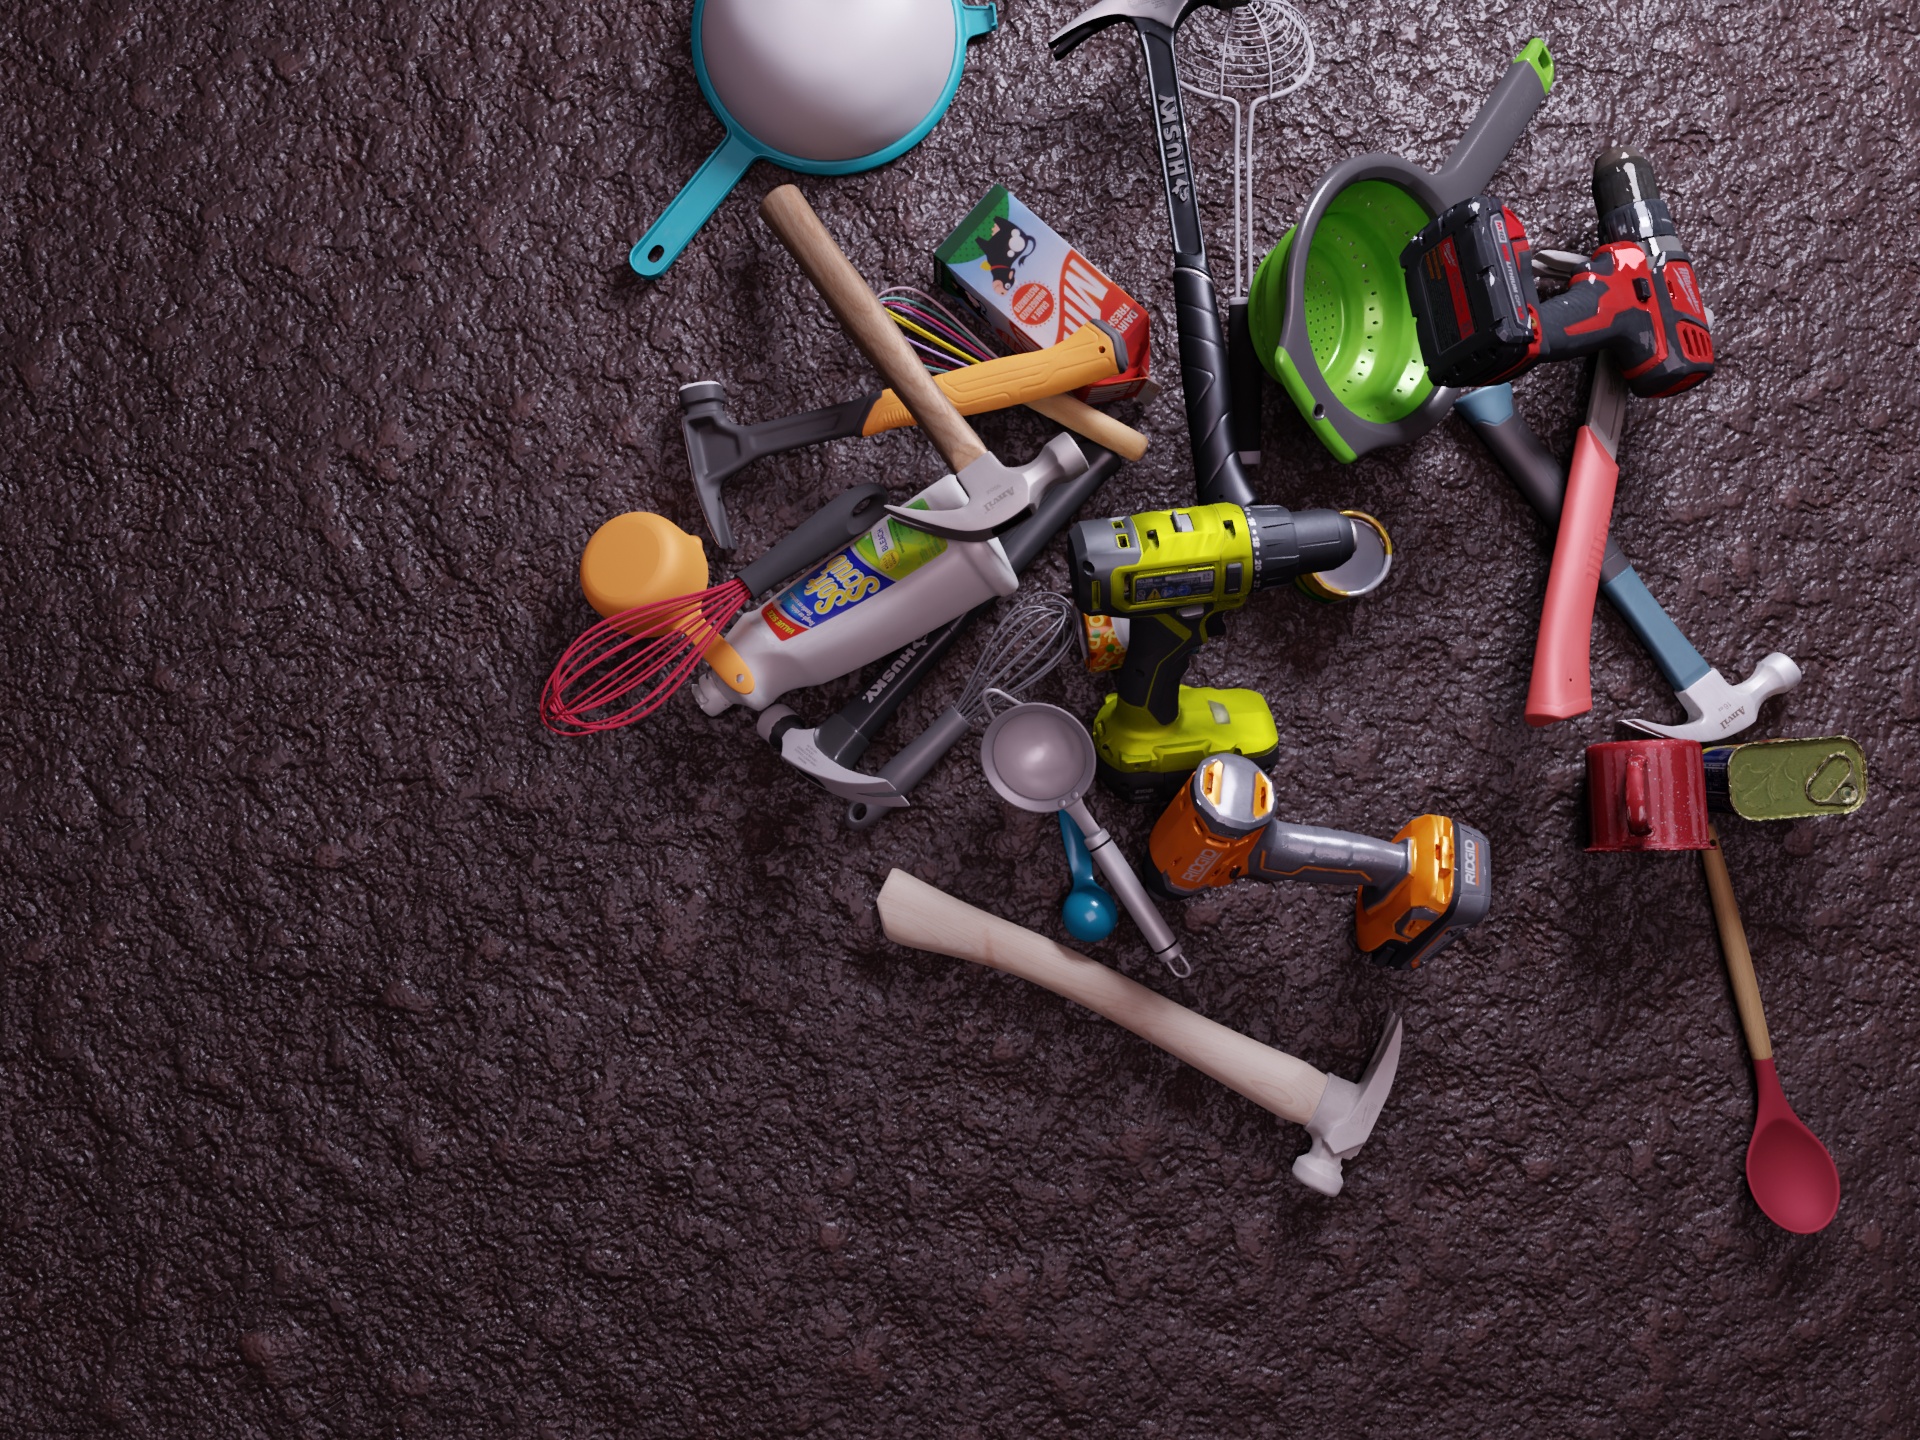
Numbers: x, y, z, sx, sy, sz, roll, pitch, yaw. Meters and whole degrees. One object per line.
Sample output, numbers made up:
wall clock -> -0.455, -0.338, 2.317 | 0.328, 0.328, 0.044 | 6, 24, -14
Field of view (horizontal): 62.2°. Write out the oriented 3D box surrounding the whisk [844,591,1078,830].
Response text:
whisk -> -0.003, -0.005, 1.199 | 0.055, 0.055, 0.239 | 45, 93, -1

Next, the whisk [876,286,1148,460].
whisk -> 0.028, -0.257, 1.185 | 0.245, 0.047, 0.051 | 29, 70, 7

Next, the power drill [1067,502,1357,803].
power drill -> 0.174, -0.053, 1.119 | 0.190, 0.080, 0.228 | -7, 133, -2

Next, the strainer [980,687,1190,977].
strainer -> 0.096, 0.081, 1.170 | 0.087, 0.050, 0.258 | -32, 91, 24

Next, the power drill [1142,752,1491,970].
power drill -> 0.248, 0.110, 1.161 | 0.226, 0.164, 0.084 | 16, 56, -7

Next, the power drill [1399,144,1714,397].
power drill -> 0.428, -0.322, 1.130 | 0.226, 0.080, 0.188 | -6, 80, -24

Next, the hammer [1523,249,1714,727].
hammer -> 0.457, -0.170, 1.177 | 0.149, 0.036, 0.359 | 17, 78, -6

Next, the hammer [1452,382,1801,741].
hammer -> 0.493, -0.123, 1.216 | 0.128, 0.033, 0.331 | -37, 90, -2

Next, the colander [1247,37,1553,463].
colander -> 0.323, -0.364, 1.189 | 0.204, 0.094, 0.397 | 46, 68, -30

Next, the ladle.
ladle -> 0.607, 0.233, 1.219 | 0.069, 0.031, 0.315 | -13, 88, -4

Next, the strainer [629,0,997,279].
strainer -> -0.139, -0.473, 1.175 | 0.211, 0.095, 0.340 | 38, 88, -1

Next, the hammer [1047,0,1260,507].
hammer -> 0.157, -0.333, 1.131 | 0.149, 0.036, 0.409 | -8, 84, 16

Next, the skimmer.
skimmer -> 0.209, -0.380, 1.215 | 0.127, 0.090, 0.363 | -3, 100, -6

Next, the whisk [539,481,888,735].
whisk -> -0.167, -0.083, 1.114 | 0.296, 0.073, 0.073 | -37, 90, -17

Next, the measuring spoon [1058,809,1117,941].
measuring spoon -> 0.091, 0.101, 1.196 | 0.042, 0.021, 0.129 | -7, 74, -8

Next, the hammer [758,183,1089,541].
hammer -> -0.053, -0.260, 1.131 | 0.130, 0.031, 0.331 | -35, 69, 2

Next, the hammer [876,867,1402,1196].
hammer -> 0.130, 0.206, 1.204 | 0.410, 0.038, 0.146 | 26, 88, -1

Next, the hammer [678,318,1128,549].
hammer -> -0.041, -0.222, 1.164 | 0.337, 0.034, 0.127 | -12, 90, 14

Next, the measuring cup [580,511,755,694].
measuring cup -> -0.211, -0.083, 1.158 | 0.095, 0.052, 0.174 | -45, 64, 1

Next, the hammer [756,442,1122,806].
hammer -> 0.002, -0.078, 1.178 | 0.335, 0.035, 0.146 | -48, 47, -8
